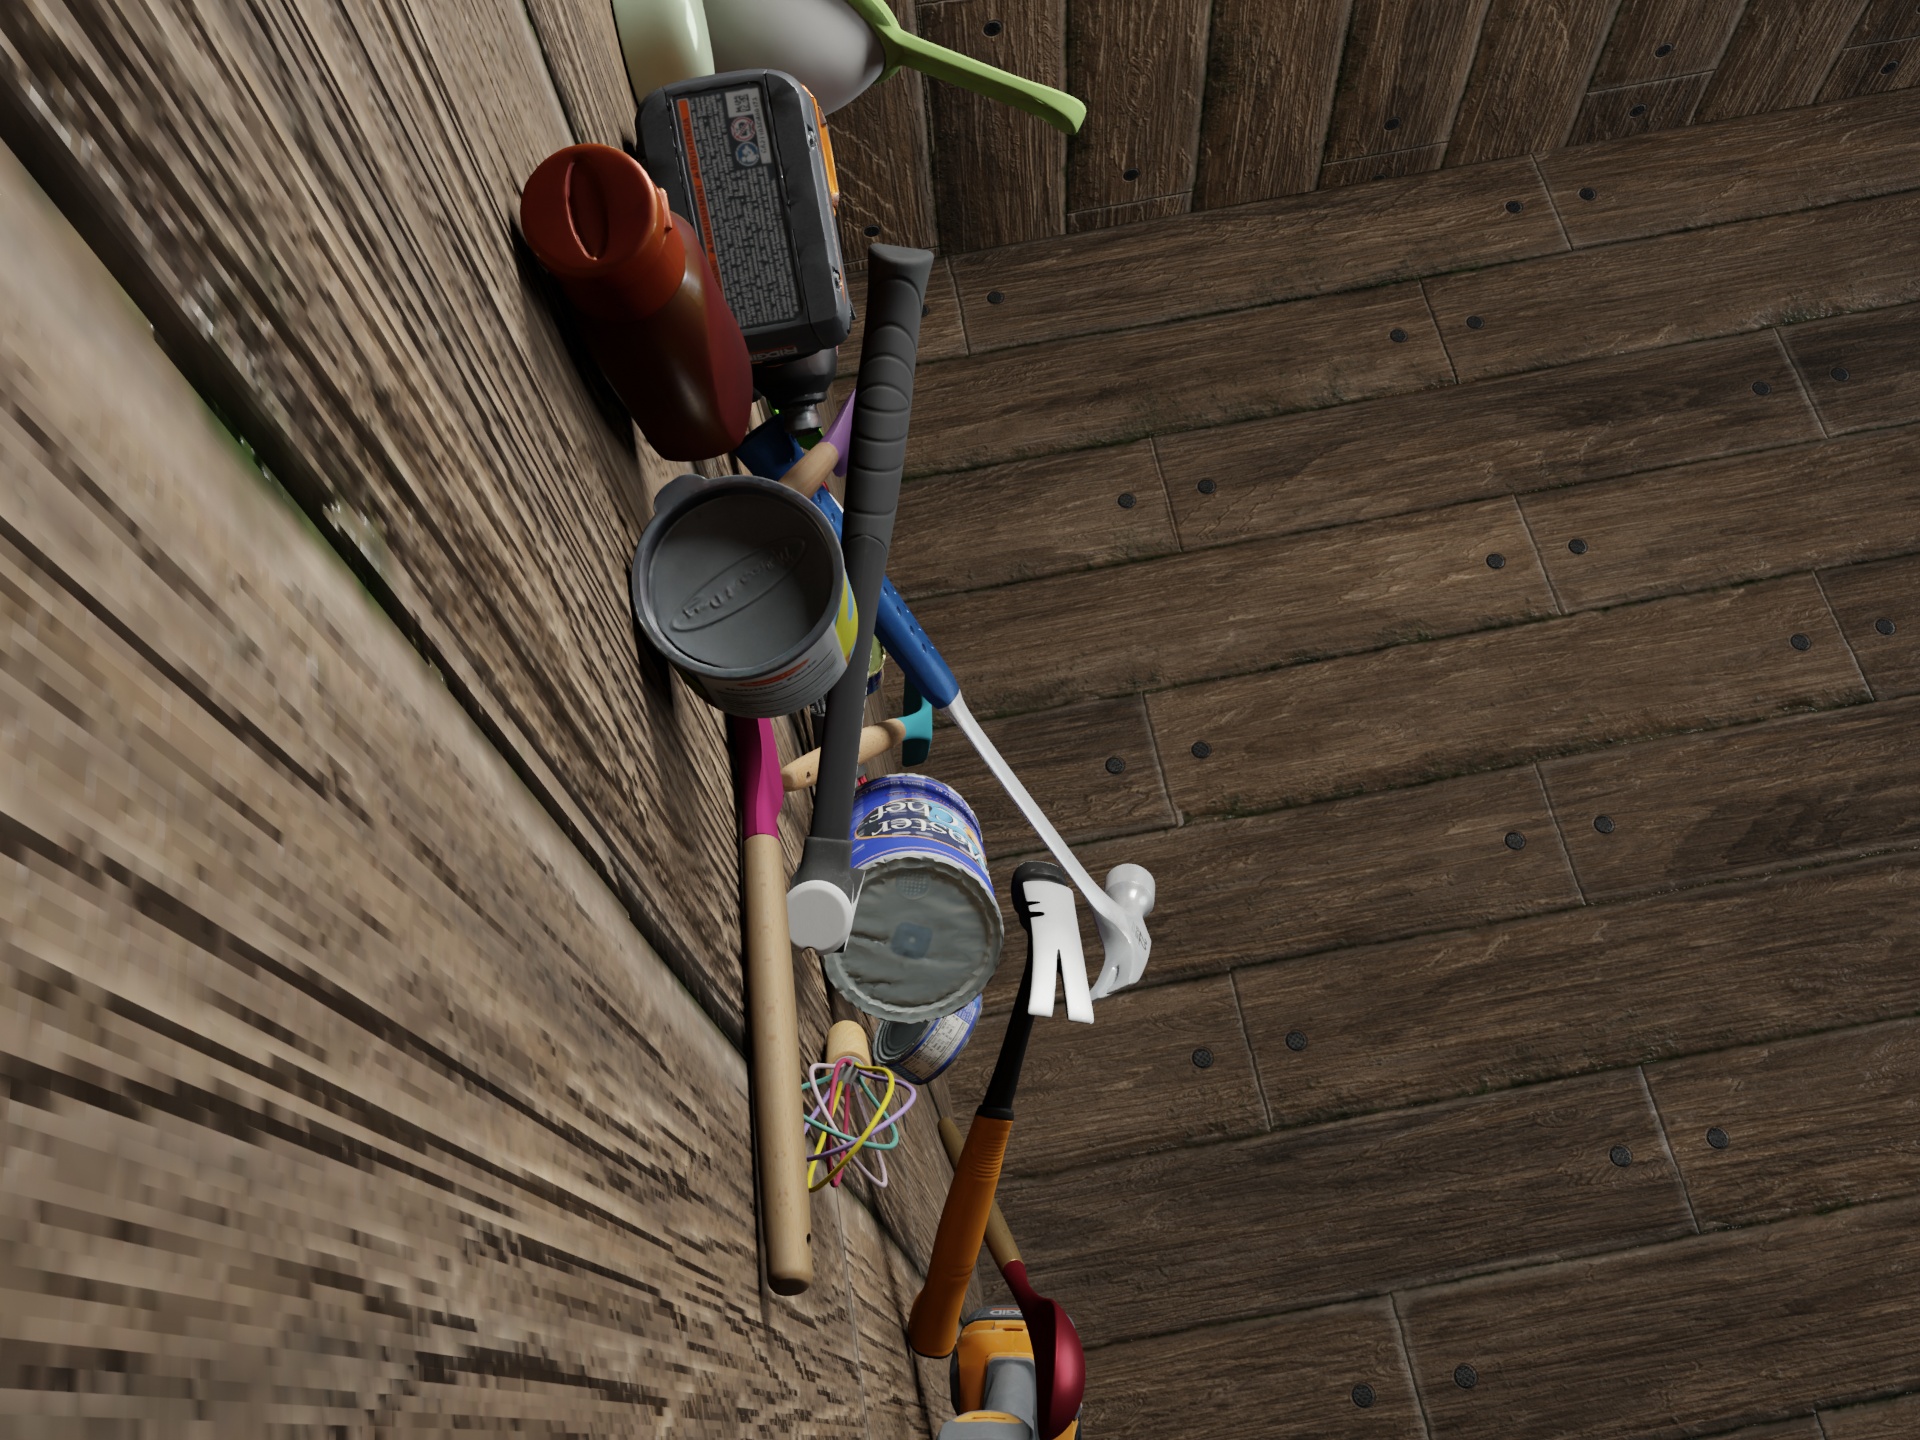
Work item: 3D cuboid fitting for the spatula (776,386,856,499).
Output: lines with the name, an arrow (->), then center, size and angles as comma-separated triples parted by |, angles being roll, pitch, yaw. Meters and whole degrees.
spatula -> -0.077, -0.128, 0.822 | 0.316, 0.018, 0.059 | -68, 173, -64

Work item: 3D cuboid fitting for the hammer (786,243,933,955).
hammer -> -0.047, -0.062, 0.750 | 0.146, 0.035, 0.335 | 131, -35, -86

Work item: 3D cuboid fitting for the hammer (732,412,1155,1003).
hammer -> -0.001, -0.003, 0.944 | 0.405, 0.035, 0.144 | 54, 22, -17

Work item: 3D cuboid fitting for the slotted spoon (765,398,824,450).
slotted spoon -> -0.138, -0.315, 1.018 | 0.070, 0.031, 0.314 | 73, 1, -82

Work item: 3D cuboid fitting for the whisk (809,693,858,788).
whisk -> -0.082, -0.005, 0.998 | 0.055, 0.055, 0.238 | -102, -173, -64

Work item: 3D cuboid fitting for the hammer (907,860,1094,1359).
hammer -> 0.016, 0.253, 0.925 | 0.127, 0.034, 0.336 | -96, -163, -61

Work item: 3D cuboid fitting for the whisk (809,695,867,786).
whisk -> -0.069, 0.055, 1.077 | 0.073, 0.073, 0.295 | -103, 177, -72

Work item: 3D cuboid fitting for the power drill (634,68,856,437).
power drill -> -0.095, -0.219, 0.779 | 0.226, 0.084, 0.164 | -103, -177, -78

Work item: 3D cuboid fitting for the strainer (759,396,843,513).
strainer -> -0.115, -0.182, 1.045 | 0.086, 0.050, 0.259 | 11, 58, -58

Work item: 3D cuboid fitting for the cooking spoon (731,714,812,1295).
cooking spoon -> -0.075, 0.067, 0.608 | 0.319, 0.017, 0.068 | -102, -179, -45

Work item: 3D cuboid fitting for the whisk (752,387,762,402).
whisk -> -0.136, -0.322, 0.953 | 0.070, 0.070, 0.285 | 84, 1, -76

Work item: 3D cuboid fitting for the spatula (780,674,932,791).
spatula -> -0.058, 0.011, 0.965 | 0.317, 0.044, 0.082 | -26, 120, -74

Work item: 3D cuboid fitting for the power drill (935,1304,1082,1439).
power drill -> 0.028, 0.476, 0.954 | 0.226, 0.084, 0.185 | -23, 111, -82

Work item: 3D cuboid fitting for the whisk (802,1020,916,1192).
whisk -> -0.053, 0.164, 0.709 | 0.245, 0.051, 0.047 | 156, -55, -85

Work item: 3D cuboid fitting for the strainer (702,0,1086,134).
strainer -> -0.063, -0.339, 0.838 | 0.151, 0.256, 0.069 | 40, 75, -81

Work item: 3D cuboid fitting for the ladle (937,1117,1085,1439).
ladle -> 0.025, 0.327, 0.986 | 0.316, 0.031, 0.069 | -132, -131, -70

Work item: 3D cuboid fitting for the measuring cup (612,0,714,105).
measuring cup -> -0.144, -0.368, 0.753 | 0.083, 0.038, 0.168 | 84, -2, -76
